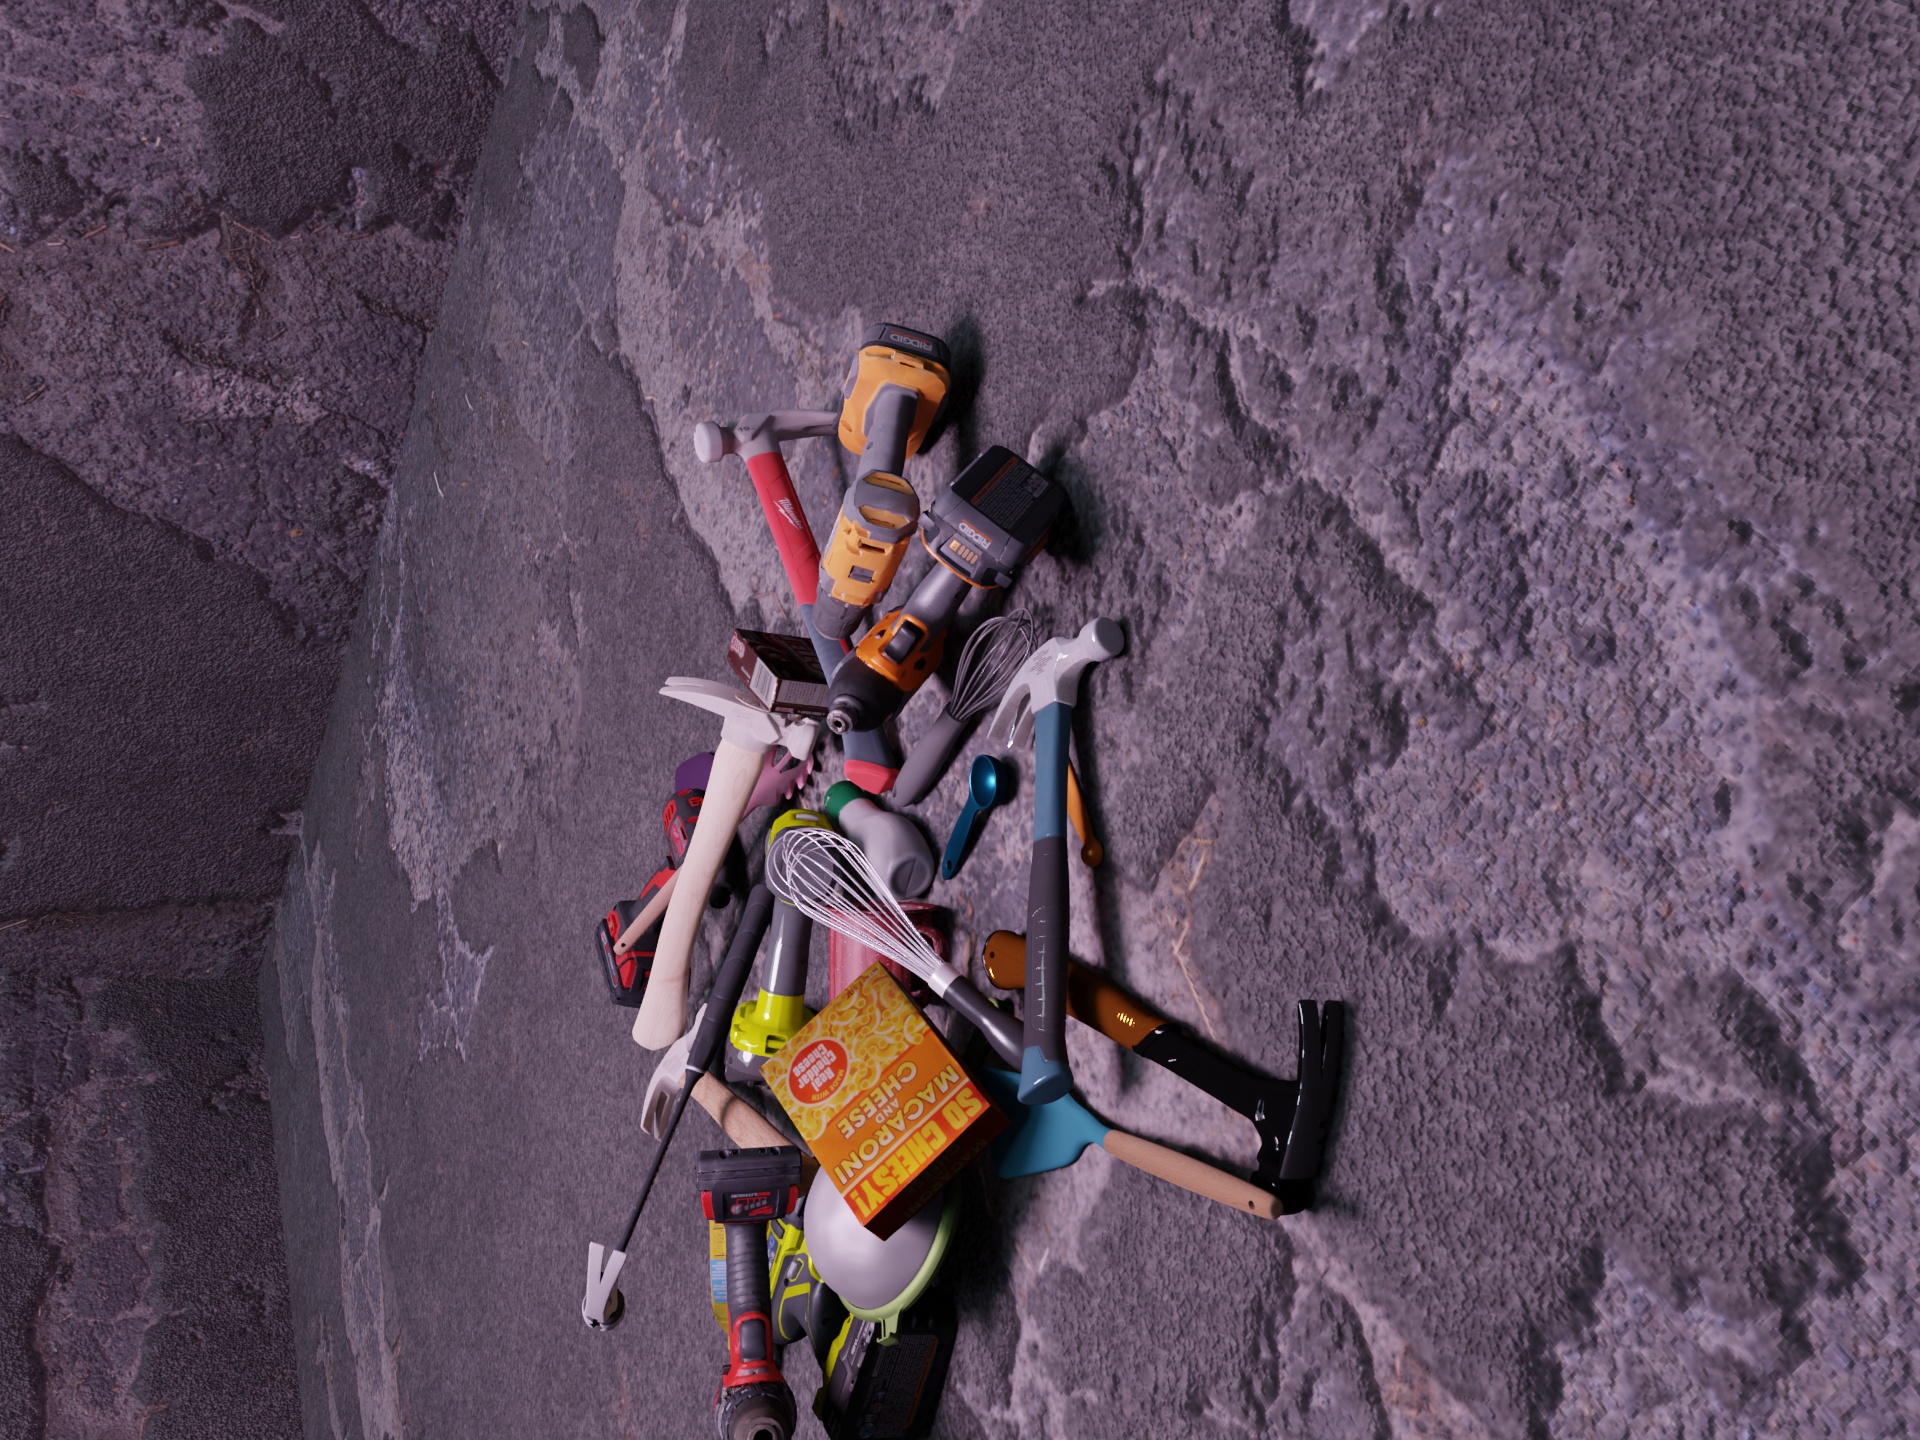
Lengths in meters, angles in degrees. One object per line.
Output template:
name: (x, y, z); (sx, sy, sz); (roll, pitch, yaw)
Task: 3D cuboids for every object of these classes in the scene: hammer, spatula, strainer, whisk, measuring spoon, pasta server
hammer: (-0.260, 0.149, 1.520); (0.038, 0.146, 0.410); (-73, 4, -63)
hammer: (0.116, 0.194, 1.048); (0.337, 0.034, 0.127); (19, 101, 57)
spatula: (0.101, 0.280, 1.018); (0.317, 0.044, 0.082); (-7, 92, 66)
hammer: (-0.116, -0.115, 1.429); (0.387, 0.143, 0.038); (68, 153, 20)
hammer: (-0.208, 0.359, 1.443); (0.130, 0.031, 0.331); (-54, 27, -12)
strainer: (-0.046, 0.314, 1.180); (0.256, 0.069, 0.152); (-63, 28, -1)
whisk: (-0.034, 0.172, 1.181); (0.285, 0.070, 0.070); (38, 119, 21)
measuring spoon: (0.012, 0.079, 1.252); (0.042, 0.021, 0.128); (62, 142, 41)
measuring spoon: (0.078, 0.056, 1.153); (0.021, 0.011, 0.117); (-52, 44, 38)
whisk: (-0.001, -0.003, 1.261); (0.238, 0.055, 0.055); (-56, 41, 42)
spatula: (-0.229, 0.040, 1.623); (0.316, 0.018, 0.060); (-26, 66, 54)
hammer: (-0.242, 0.322, 1.409); (0.149, 0.036, 0.409); (107, -178, -56)
pasta server: (-0.245, 0.123, 1.541); (0.316, 0.060, 0.040); (-48, 1, 19)
hammer: (0.063, 0.097, 1.106); (0.128, 0.033, 0.331); (-29, 51, 51)

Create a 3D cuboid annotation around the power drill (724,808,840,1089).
power drill: (-0.150, 0.190, 1.392); (0.190, 0.080, 0.228); (-134, 52, -81)

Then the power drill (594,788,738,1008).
power drill: (-0.297, 0.193, 1.650); (0.219, 0.078, 0.143); (-58, 40, 28)

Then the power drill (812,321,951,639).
power drill: (-0.073, -0.190, 1.316); (0.185, 0.084, 0.226); (121, 160, -56)

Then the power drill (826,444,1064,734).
power drill: (-0.024, -0.087, 1.214); (0.226, 0.084, 0.164); (-53, 0, 37)

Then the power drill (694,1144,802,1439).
power drill: (-0.156, 0.437, 1.193); (0.188, 0.080, 0.227); (124, 144, -72)

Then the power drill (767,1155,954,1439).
power drill: (-0.097, 0.463, 1.286); (0.223, 0.080, 0.171); (29, 103, 58)
